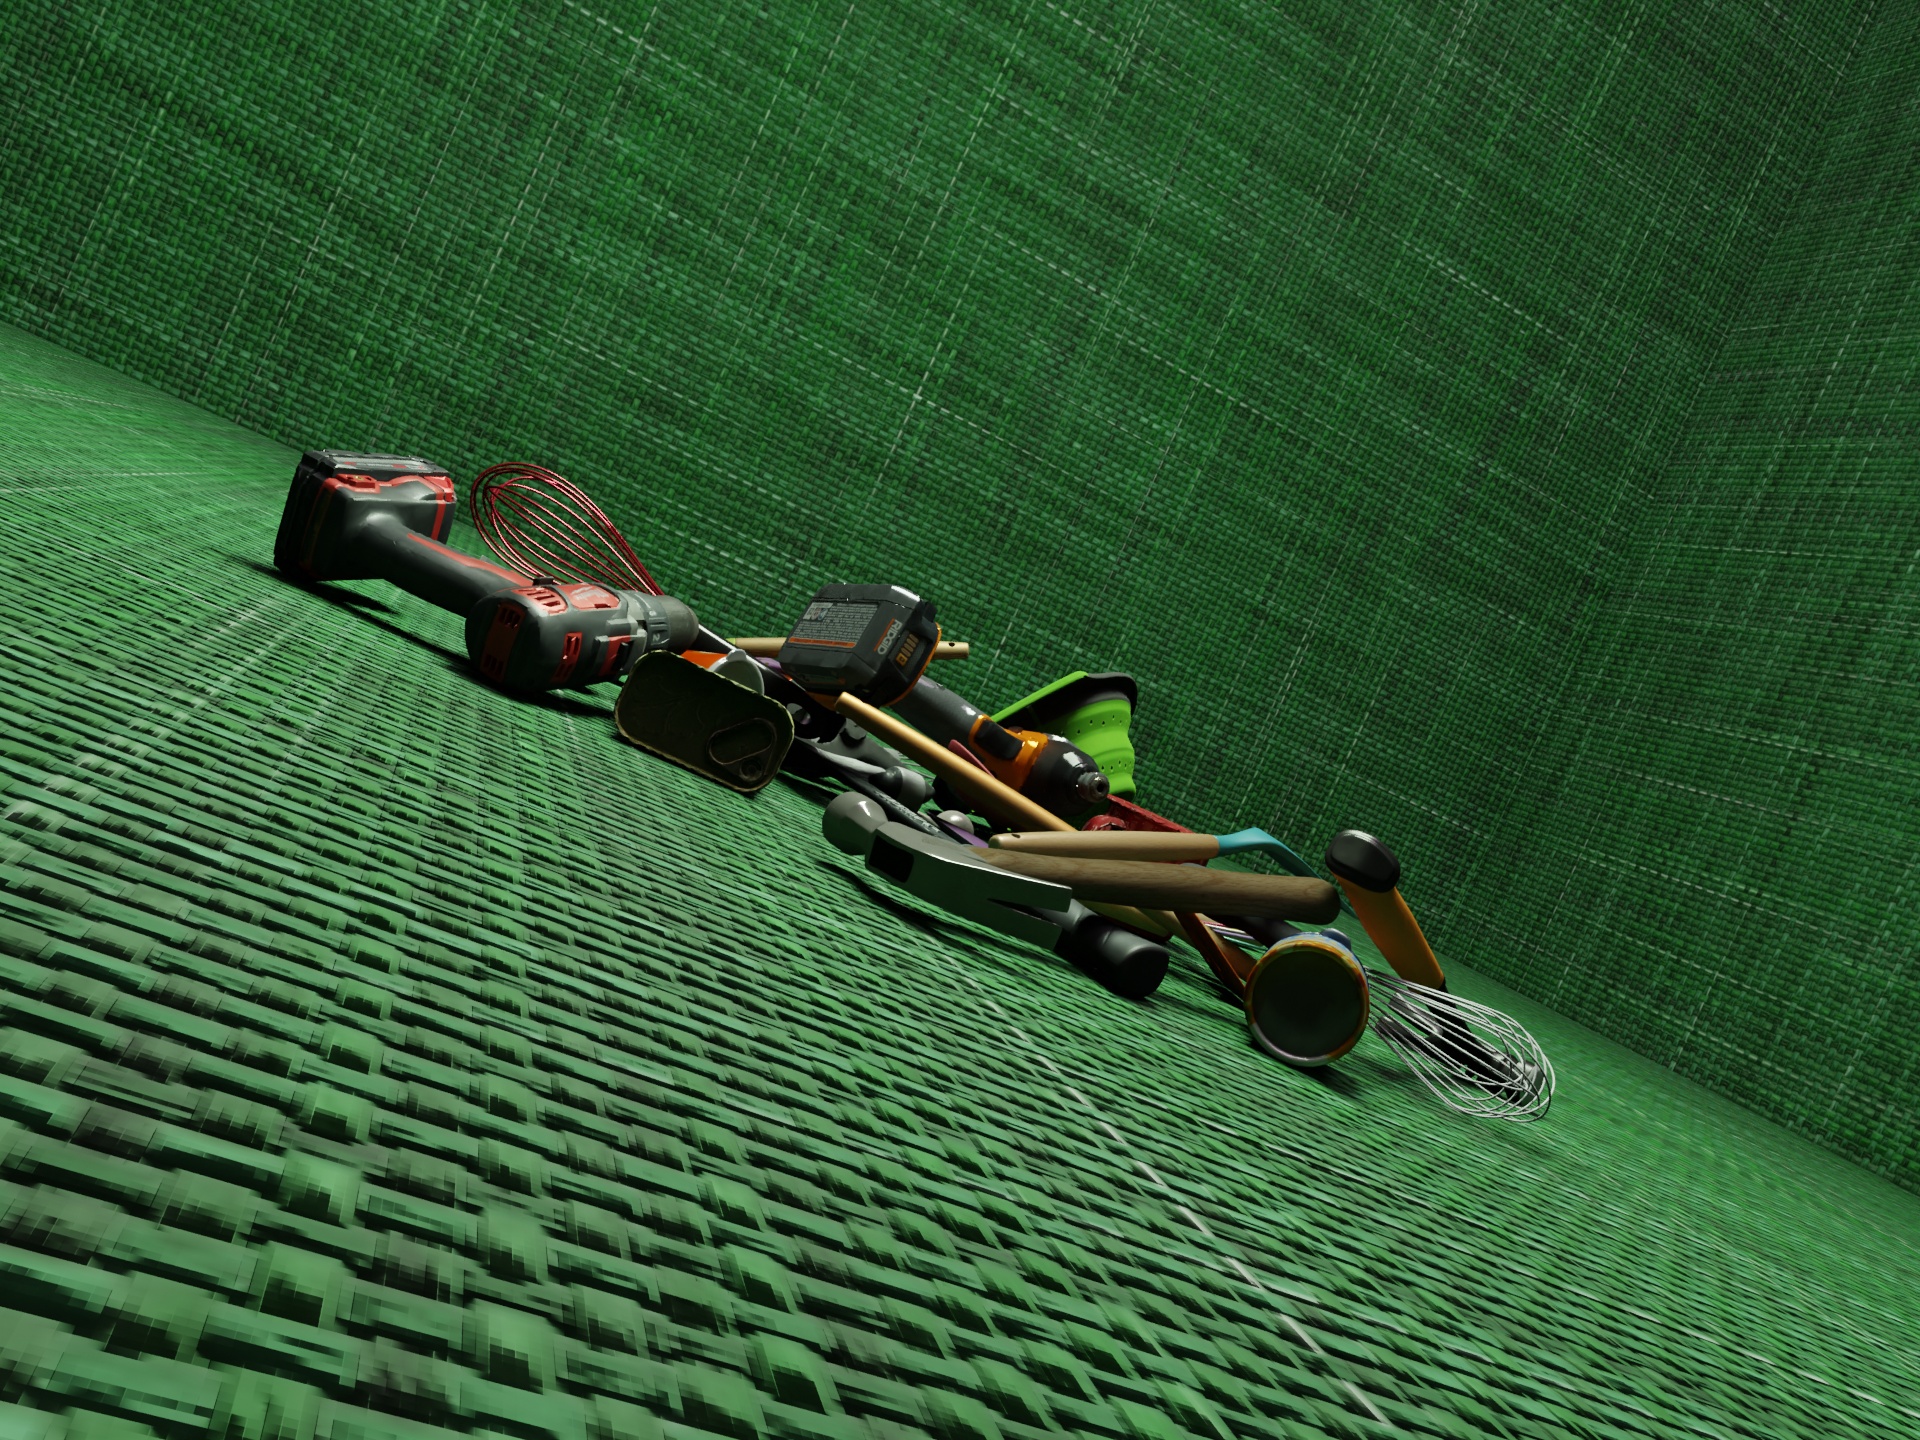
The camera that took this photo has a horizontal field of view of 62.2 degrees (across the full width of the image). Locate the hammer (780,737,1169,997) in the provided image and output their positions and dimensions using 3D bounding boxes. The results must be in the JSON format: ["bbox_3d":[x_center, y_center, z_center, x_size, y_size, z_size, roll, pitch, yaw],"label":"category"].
[{"bbox_3d":[-0.003,0.079,0.986,0.149,0.036,0.409,22,2,-32],"label":"hammer"}]

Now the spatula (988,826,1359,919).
[{"bbox_3d":[0.137,0.089,0.997,0.317,0.044,0.082,5,24,-40],"label":"spatula"}]

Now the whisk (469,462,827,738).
[{"bbox_3d":[-0.214,-0.078,1.114,0.295,0.073,0.073,37,-1,-11],"label":"whisk"}]

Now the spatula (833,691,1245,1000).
[{"bbox_3d":[0.056,0.079,1.003,0.322,0.041,0.081,32,-1,-5],"label":"spatula"}]

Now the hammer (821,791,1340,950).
[{"bbox_3d":[0.093,0.089,0.860,0.331,0.031,0.130,10,11,-38],"label":"hammer"}]

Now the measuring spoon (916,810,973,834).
[{"bbox_3d":[-0.040,0.064,1.270,0.124,0.018,0.034,24,1,26],"label":"measuring spoon"}]

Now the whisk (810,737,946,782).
[{"bbox_3d":[-0.062,0.038,1.425,0.055,0.055,0.238,25,6,31],"label":"whisk"}]

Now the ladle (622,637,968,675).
[{"bbox_3d":[-0.152,-0.067,1.262,0.320,0.062,0.078,1,44,-6],"label":"ladle"}]

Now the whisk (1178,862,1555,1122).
[{"bbox_3d":[0.247,0.166,1.016,0.285,0.070,0.070,31,5,35],"label":"whisk"}]

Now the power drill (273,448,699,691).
[{"bbox_3d":[-0.289,-0.089,1.000,0.227,0.080,0.188,28,16,18],"label":"power drill"}]

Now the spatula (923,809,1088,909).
[{"bbox_3d":[0.044,0.108,1.052,0.059,0.018,0.316,38,-4,-22],"label":"spatula"}]

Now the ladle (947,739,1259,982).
[{"bbox_3d":[0.116,0.114,1.062,0.315,0.031,0.069,34,-6,-5],"label":"ladle"}]

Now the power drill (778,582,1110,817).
[{"bbox_3d":[-0.002,-0.004,1.124,0.226,0.084,0.164,39,-16,-30],"label":"power drill"}]

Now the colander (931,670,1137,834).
[{"bbox_3d":[0.091,0.077,1.455,0.095,0.204,0.396,60,-5,18],"label":"colander"}]

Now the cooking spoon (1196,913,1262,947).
[{"bbox_3d":[0.182,0.163,1.336,0.069,0.017,0.318,23,1,40],"label":"cooking spoon"}]

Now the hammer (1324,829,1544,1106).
[{"bbox_3d":[0.299,0.161,1.062,0.127,0.034,0.336,25,-16,41],"label":"hammer"}]

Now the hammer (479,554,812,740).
[{"bbox_3d":[-0.290,-0.063,1.449,0.406,0.035,0.144,25,1,34],"label":"hammer"}]

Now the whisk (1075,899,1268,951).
[{"bbox_3d":[0.165,0.150,1.103,0.245,0.047,0.051,21,-9,-2],"label":"whisk"}]
